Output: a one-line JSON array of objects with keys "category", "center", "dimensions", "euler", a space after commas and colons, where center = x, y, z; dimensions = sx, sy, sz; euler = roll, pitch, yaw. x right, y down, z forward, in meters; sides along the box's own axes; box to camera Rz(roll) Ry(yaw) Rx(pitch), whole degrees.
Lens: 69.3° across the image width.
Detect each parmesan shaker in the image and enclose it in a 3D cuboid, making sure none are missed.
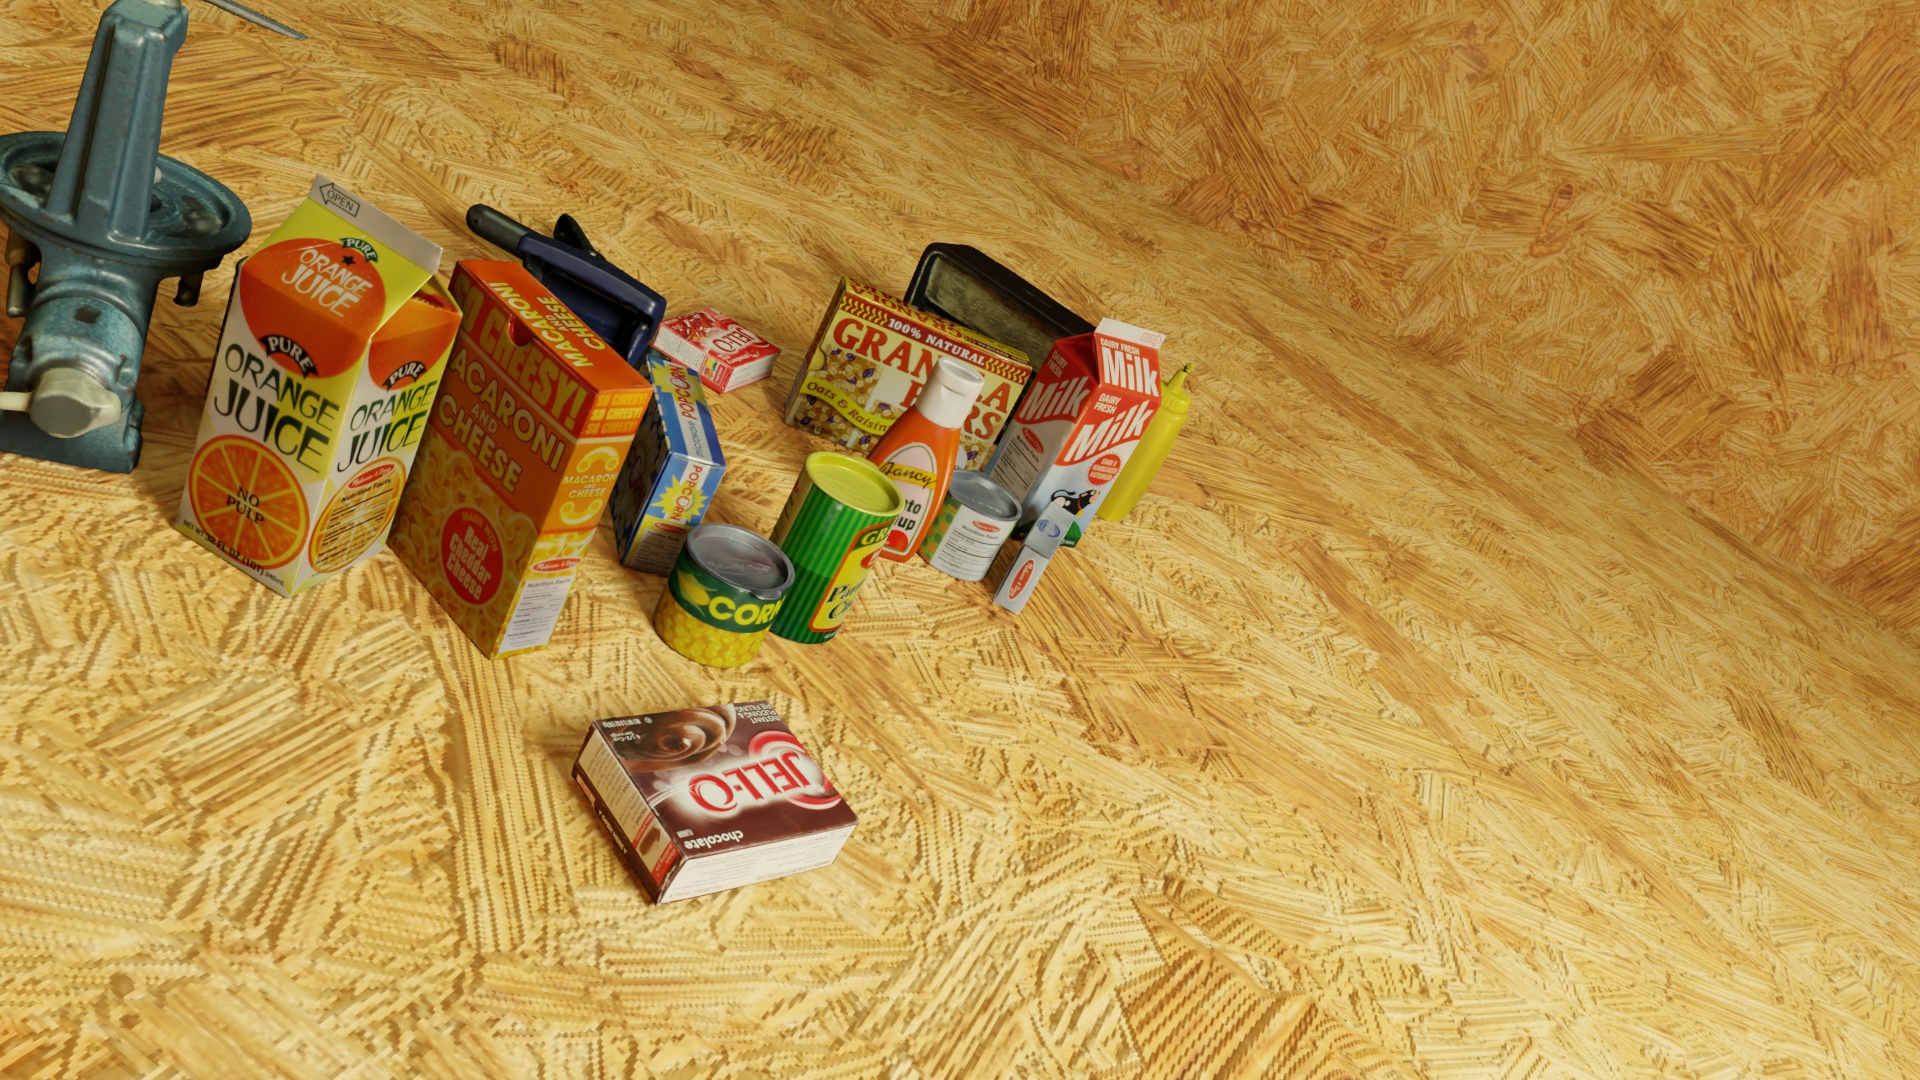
[{"category": "parmesan shaker", "center": [-0.085, 0.004, 0.860], "dimensions": [0.071, 0.102, 0.071], "euler": [23, 25, -12]}]

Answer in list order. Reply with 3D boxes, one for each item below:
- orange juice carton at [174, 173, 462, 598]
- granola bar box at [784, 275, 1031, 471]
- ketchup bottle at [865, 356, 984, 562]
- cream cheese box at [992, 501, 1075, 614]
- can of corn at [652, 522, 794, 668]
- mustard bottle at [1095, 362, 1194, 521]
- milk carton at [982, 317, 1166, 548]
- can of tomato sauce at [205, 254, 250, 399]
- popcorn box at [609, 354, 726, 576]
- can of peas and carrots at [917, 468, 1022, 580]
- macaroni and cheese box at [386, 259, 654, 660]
[{"category": "orange juice carton", "center": [-0.307, -0.075, 0.675], "dimensions": [0.072, 0.191, 0.073], "euler": [31, 24, 4]}, {"category": "granola bar box", "center": [-0.043, -0.123, 1.121], "dimensions": [0.165, 0.123, 0.039], "euler": [21, 26, -17]}, {"category": "ketchup bottle", "center": [-0.032, -0.058, 0.981], "dimensions": [0.065, 0.148, 0.044], "euler": [25, 25, -8]}, {"category": "cream cheese box", "center": [0.056, 0.012, 1.051], "dimensions": [0.024, 0.053, 0.104], "euler": [30, 25, 4]}, {"category": "can of corn", "center": [-0.137, 0.033, 0.804], "dimensions": [0.071, 0.058, 0.071], "euler": [23, 25, -11]}, {"category": "mustard bottle", "center": [0.164, -0.093, 1.235], "dimensions": [0.049, 0.159, 0.065], "euler": [36, 25, 16]}, {"category": "milk carton", "center": [0.095, -0.093, 1.127], "dimensions": [0.072, 0.189, 0.074], "euler": [8, 31, -37]}, {"category": "can of tomato sauce", "center": [-0.386, -0.110, 0.790], "dimensions": [0.071, 0.082, 0.071], "euler": [23, 25, -12]}, {"category": "popcorn box", "center": [-0.189, -0.048, 0.874], "dimensions": [0.038, 0.085, 0.127], "euler": [14, 28, -28]}, {"category": "can of peas and carrots", "center": [0.004, -0.013, 1.038], "dimensions": [0.071, 0.058, 0.071], "euler": [23, 25, -11]}, {"category": "macaroni and cheese box", "center": [-0.236, -0.041, 0.715], "dimensions": [0.124, 0.165, 0.040], "euler": [40, 27, 24]}]
